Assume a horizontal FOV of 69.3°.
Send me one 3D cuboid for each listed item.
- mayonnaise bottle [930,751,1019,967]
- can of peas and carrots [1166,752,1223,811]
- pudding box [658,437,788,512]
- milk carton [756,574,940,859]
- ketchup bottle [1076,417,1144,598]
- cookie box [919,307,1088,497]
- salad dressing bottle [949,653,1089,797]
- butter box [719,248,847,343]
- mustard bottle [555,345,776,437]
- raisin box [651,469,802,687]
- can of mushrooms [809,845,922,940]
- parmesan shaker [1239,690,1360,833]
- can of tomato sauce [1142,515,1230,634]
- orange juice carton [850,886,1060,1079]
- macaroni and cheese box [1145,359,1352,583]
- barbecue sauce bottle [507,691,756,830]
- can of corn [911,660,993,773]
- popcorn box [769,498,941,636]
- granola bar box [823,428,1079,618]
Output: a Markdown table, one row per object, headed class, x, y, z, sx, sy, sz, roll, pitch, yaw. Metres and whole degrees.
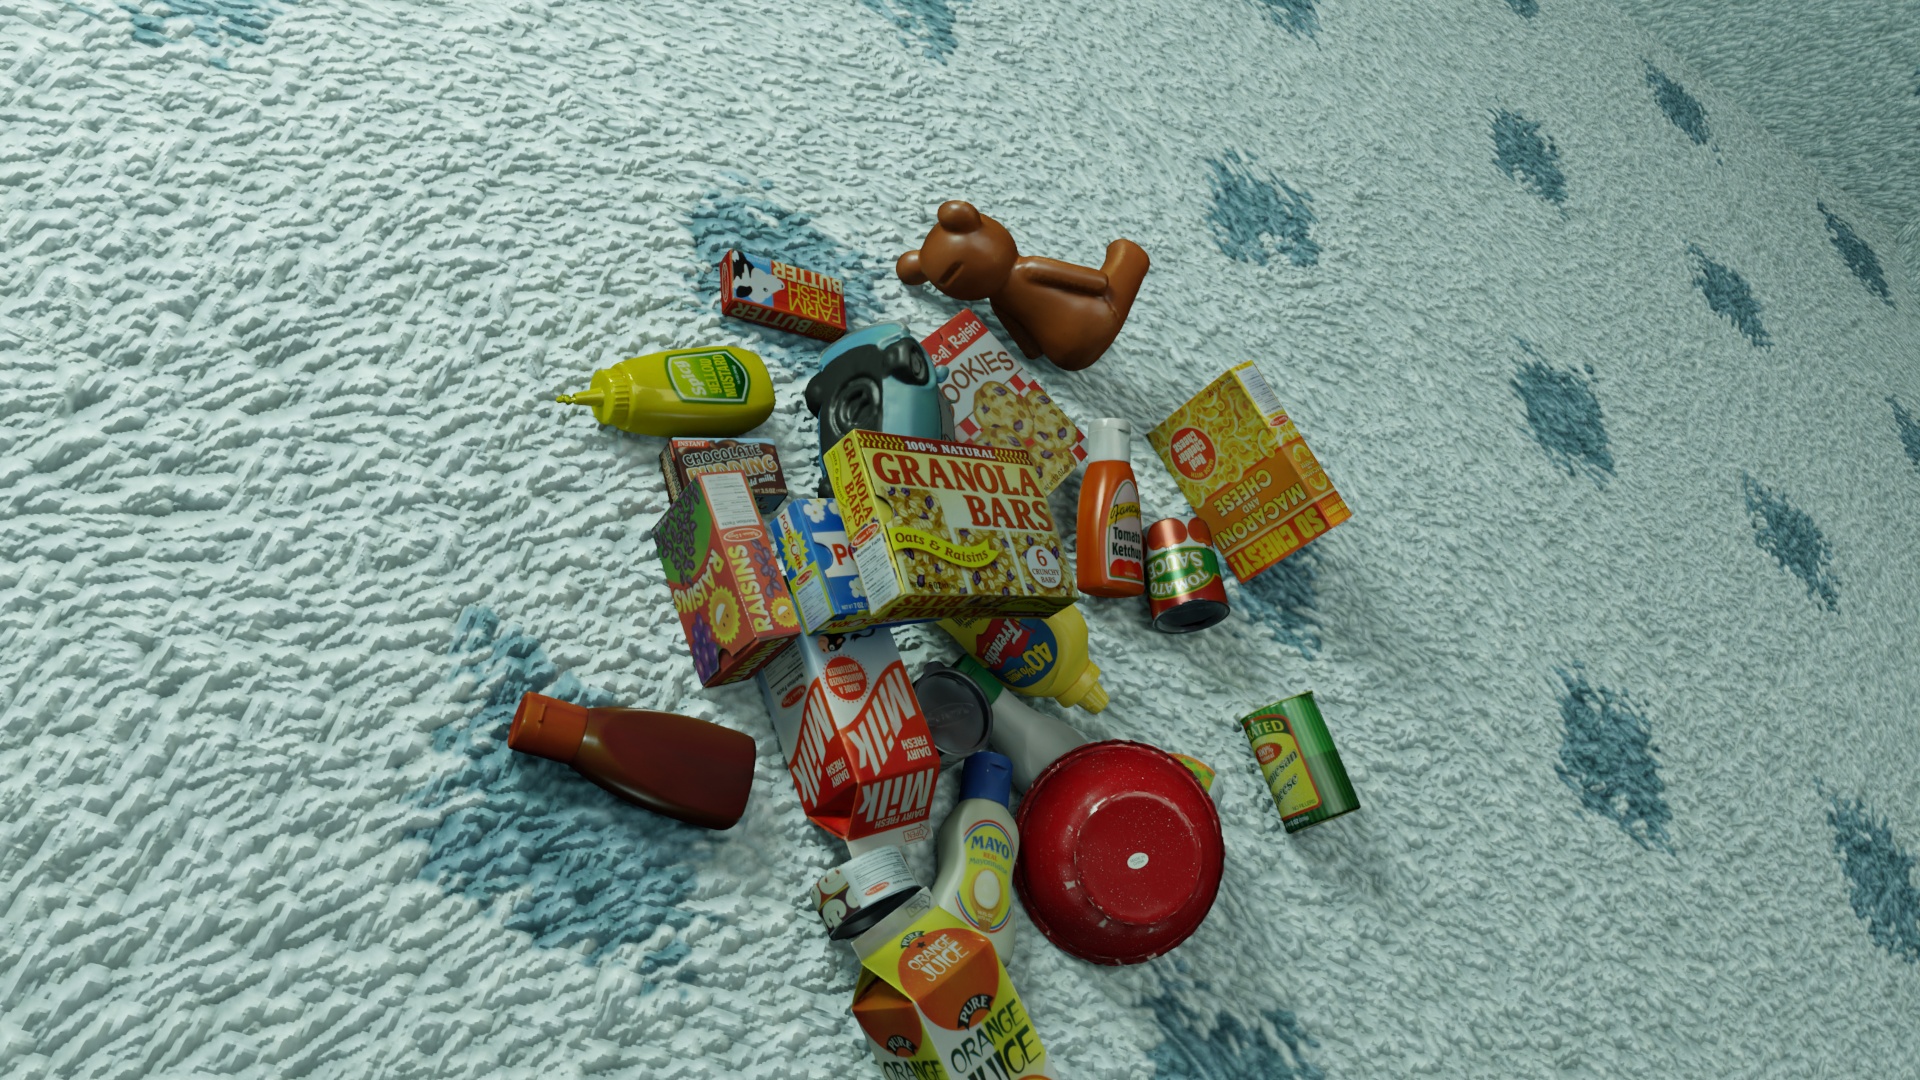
| class | x | y | z | sx | sy | sz | roll | pitch | yaw |
| --- | --- | --- | --- | --- | --- | --- | --- | --- | --- |
| mayonnaise bottle | 0.011 | 0.221 | 0.969 | 0.065 | 0.041 | 0.149 | 23 | 53 | -20 |
| can of peas and carrots | 0.162 | 0.206 | 1.071 | 0.071 | 0.070 | 0.059 | 40 | 47 | -9 |
| pudding box | -0.172 | -0.047 | 1.009 | 0.084 | 0.030 | 0.050 | -1 | 64 | -36 |
| milk carton | -0.078 | 0.119 | 0.945 | 0.072 | 0.073 | 0.191 | -6 | 67 | -41 |
| ketchup bottle | 0.126 | -0.028 | 1.173 | 0.065 | 0.043 | 0.149 | 12 | 74 | -45 |
| cookie box | 0.021 | -0.103 | 1.175 | 0.167 | 0.040 | 0.123 | 47 | 47 | -2 |
| salad dressing bottle | 0.046 | 0.147 | 1.039 | 0.147 | 0.043 | 0.064 | 44 | 56 | -4 |
| butter box | -0.143 | -0.197 | 1.126 | 0.103 | 0.024 | 0.053 | 11 | 57 | -30 |
| mustard bottle | -0.213 | -0.105 | 1.002 | 0.161 | 0.048 | 0.065 | -9 | 68 | -39 |
| raisin box | -0.159 | 0.026 | 0.935 | 0.040 | 0.085 | 0.123 | -8 | 68 | -40 |
| can of mushrooms | -0.062 | 0.228 | 0.896 | 0.071 | 0.070 | 0.033 | -12 | 61 | -40 |
| parmesan shaker | 0.287 | 0.186 | 1.167 | 0.071 | 0.071 | 0.103 | -6 | 67 | -38 |
| can of tomato sauce | 0.190 | 0.029 | 1.196 | 0.071 | 0.071 | 0.083 | 9 | 58 | -31 |
| orange juice carton | -0.001 | 0.318 | 0.862 | 0.072 | 0.072 | 0.192 | -25 | 88 | -42 |
| macaroni and cheese box | 0.261 | -0.061 | 1.264 | 0.040 | 0.123 | 0.166 | -24 | 79 | -41 |
| barbecue sauce bottle | -0.204 | 0.133 | 0.868 | 0.148 | 0.043 | 0.065 | 22 | 53 | -23 |
| can of corn | -0.021 | 0.129 | 0.991 | 0.071 | 0.058 | 0.071 | 18 | 55 | -26 |
| popcorn box | -0.059 | 0.015 | 0.946 | 0.127 | 0.038 | 0.085 | -4 | 66 | -45 |
| granola bar box | -0.003 | -0.009 | 0.954 | 0.166 | 0.039 | 0.124 | 3 | 59 | -43 |
